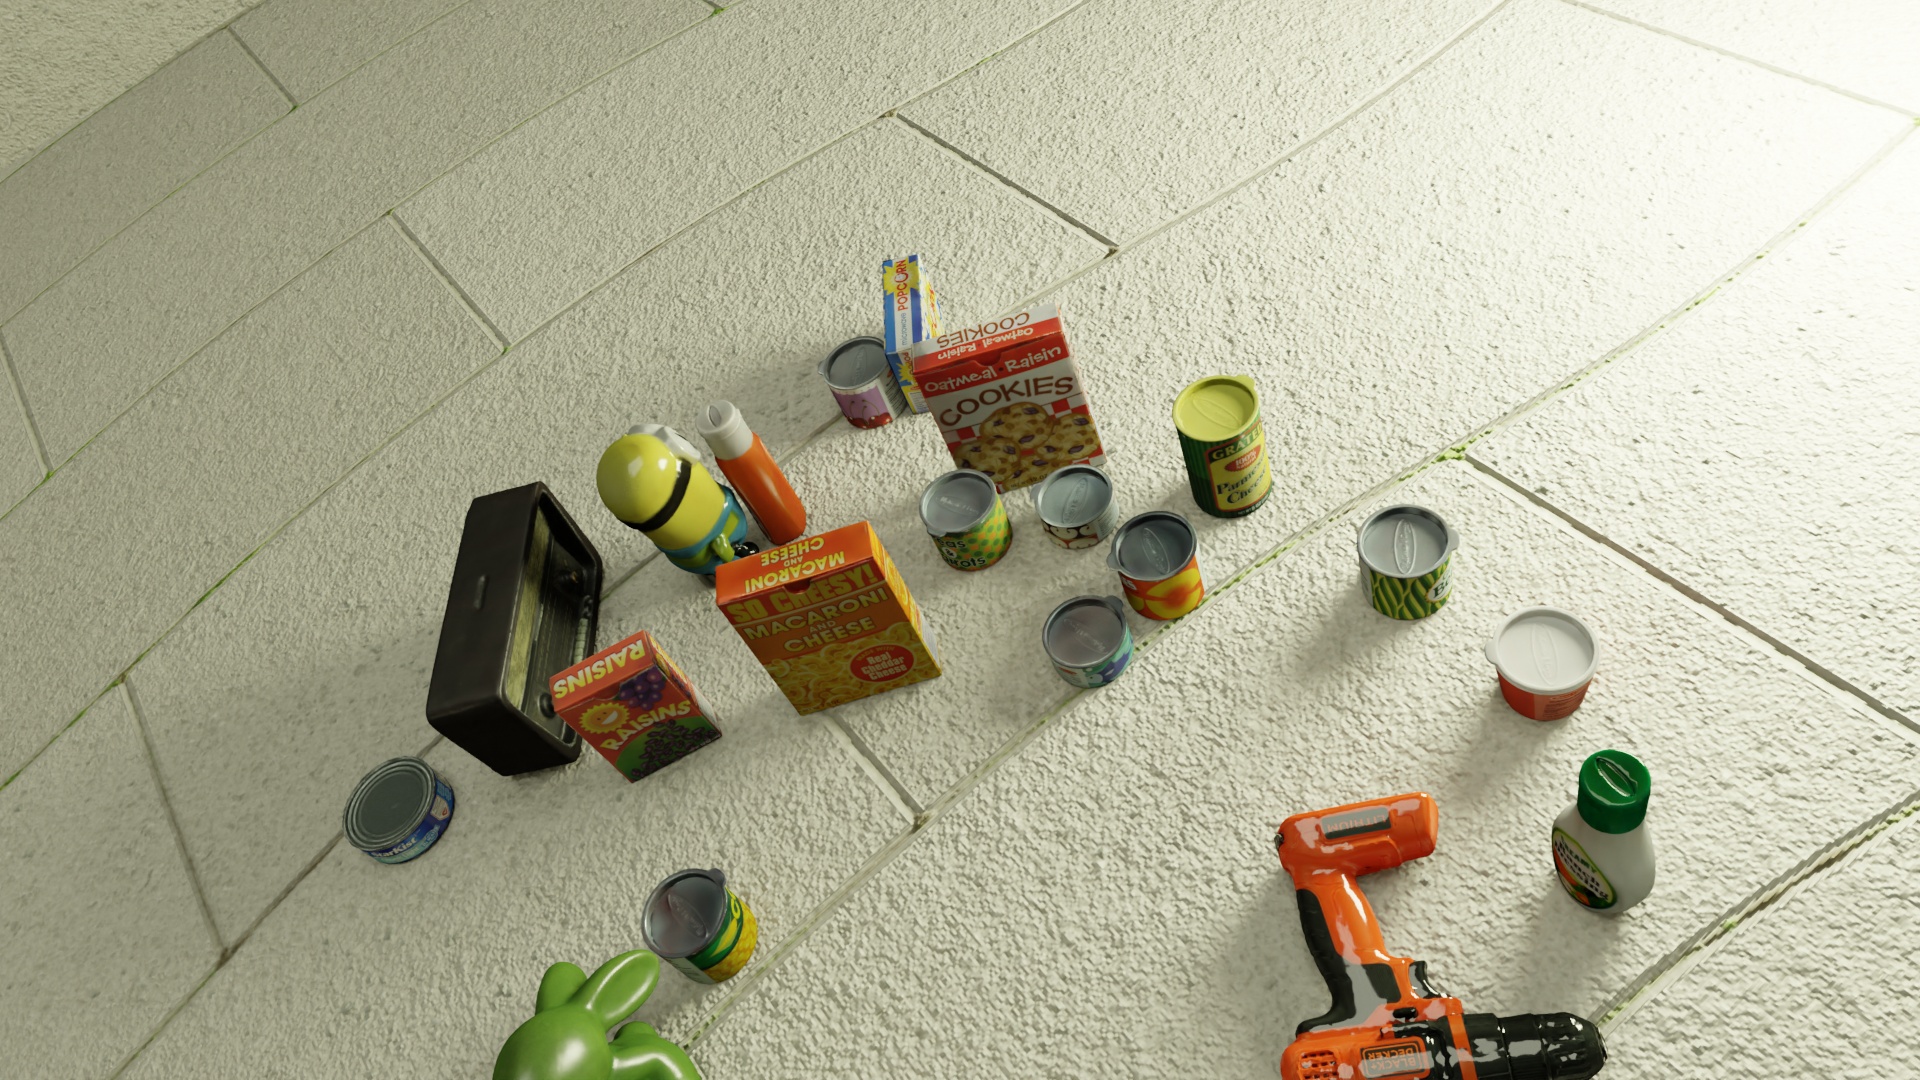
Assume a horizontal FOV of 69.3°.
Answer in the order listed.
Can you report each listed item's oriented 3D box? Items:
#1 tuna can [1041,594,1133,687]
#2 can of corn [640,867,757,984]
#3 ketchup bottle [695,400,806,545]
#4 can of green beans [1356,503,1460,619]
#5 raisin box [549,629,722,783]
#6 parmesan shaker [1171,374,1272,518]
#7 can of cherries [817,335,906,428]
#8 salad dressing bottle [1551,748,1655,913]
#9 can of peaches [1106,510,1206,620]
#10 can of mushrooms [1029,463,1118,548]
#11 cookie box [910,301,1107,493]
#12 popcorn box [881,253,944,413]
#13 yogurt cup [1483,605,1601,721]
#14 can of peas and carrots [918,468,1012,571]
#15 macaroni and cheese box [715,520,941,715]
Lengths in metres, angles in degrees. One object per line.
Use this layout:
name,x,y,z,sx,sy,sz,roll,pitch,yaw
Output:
tuna can,0.100,0.076,1.070,0.071,0.032,0.071,-10,52,13
can of corn,-0.186,0.278,1.005,0.071,0.058,0.071,-10,52,13
ketchup bottle,-0.181,-0.061,1.203,0.043,0.148,0.065,-27,50,-1
can of green beans,0.326,0.016,1.017,0.071,0.057,0.071,-10,52,13
raisin box,-0.256,0.133,1.099,0.086,0.123,0.040,-27,50,0
parmesan shaker,0.211,-0.074,1.098,0.071,0.102,0.071,-10,52,13
can of cherries,-0.090,-0.147,1.294,0.071,0.058,0.072,-10,52,13
salad dressing bottle,0.381,0.171,0.819,0.044,0.147,0.064,-31,50,-4
can of peaches,0.153,0.021,1.077,0.071,0.057,0.071,-10,52,13
can of mushrooms,0.095,-0.029,1.152,0.071,0.033,0.071,-10,52,13
cookie box,0.043,-0.111,1.146,0.123,0.166,0.040,-16,51,9
popcorn box,-0.042,-0.193,1.294,0.038,0.085,0.127,-13,51,11
yogurt cup,0.395,0.086,0.940,0.072,0.053,0.073,-10,52,13
can of peas and carrots,0.004,-0.015,1.158,0.071,0.058,0.071,-10,52,13
macaroni and cheese box,-0.097,0.064,1.066,0.124,0.165,0.040,-17,50,8
